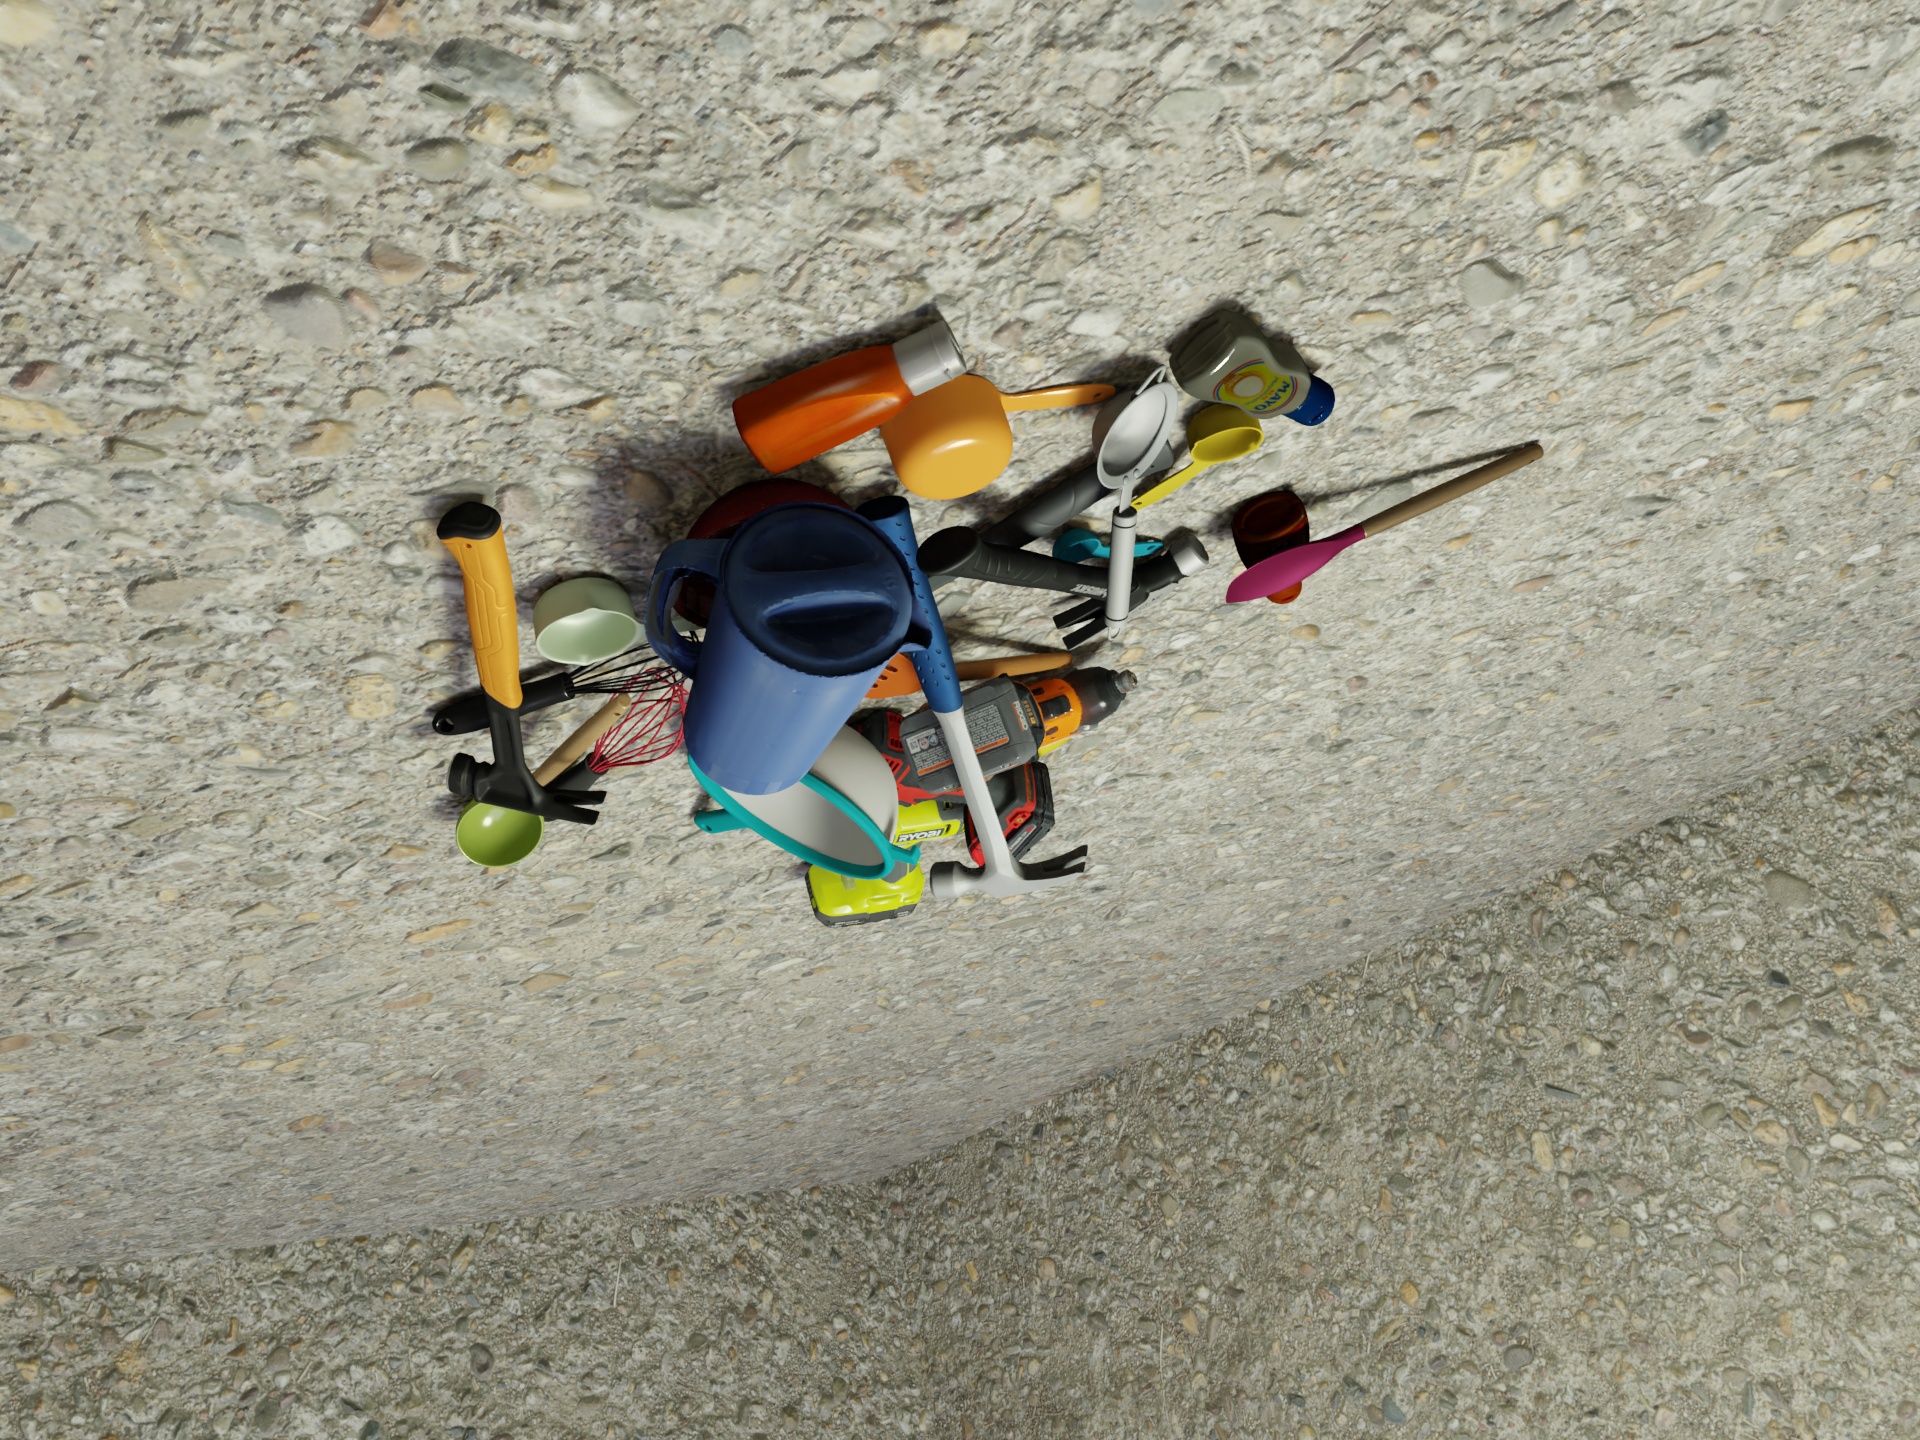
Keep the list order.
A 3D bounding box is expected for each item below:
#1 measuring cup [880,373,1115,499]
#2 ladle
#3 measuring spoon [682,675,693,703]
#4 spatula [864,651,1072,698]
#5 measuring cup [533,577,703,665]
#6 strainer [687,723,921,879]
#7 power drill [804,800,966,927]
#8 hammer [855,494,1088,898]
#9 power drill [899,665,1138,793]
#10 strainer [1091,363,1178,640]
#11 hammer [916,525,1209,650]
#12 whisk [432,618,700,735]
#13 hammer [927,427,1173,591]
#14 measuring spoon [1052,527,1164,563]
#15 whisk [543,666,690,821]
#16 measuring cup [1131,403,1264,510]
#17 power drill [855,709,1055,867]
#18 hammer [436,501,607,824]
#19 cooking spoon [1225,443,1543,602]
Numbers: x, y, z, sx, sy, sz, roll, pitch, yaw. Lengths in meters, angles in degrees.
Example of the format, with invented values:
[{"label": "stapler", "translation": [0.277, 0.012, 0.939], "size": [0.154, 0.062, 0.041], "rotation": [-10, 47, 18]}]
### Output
[{"label": "measuring cup", "translation": [0.033, -0.201, 1.114], "size": [0.173, 0.052, 0.095], "rotation": [-11, 156, -11]}, {"label": "ladle", "translation": [-0.350, 0.052, 1.353], "size": [0.078, 0.062, 0.320], "rotation": [14, 151, -31]}, {"label": "measuring spoon", "translation": [-0.226, -0.029, 1.357], "size": [0.034, 0.018, 0.124], "rotation": [-12, 157, -12]}, {"label": "spatula", "translation": [0.000, -0.051, 1.396], "size": [0.081, 0.041, 0.322], "rotation": [-37, 163, 35]}, {"label": "measuring cup", "translation": [-0.241, -0.084, 1.208], "size": [0.167, 0.038, 0.083], "rotation": [-10, 155, -21]}, {"label": "strainer", "translation": [-0.164, 0.056, 1.490], "size": [0.210, 0.095, 0.340], "rotation": [39, 157, -19]}, {"label": "power drill", "translation": [-0.094, 0.145, 1.761], "size": [0.171, 0.080, 0.223], "rotation": [-7, 151, -21]}, {"label": "hammer", "translation": [-0.002, -0.004, 1.295], "size": [0.144, 0.035, 0.405], "rotation": [-5, 129, 17]}, {"label": "power drill", "translation": [0.060, -0.003, 1.457], "size": [0.164, 0.084, 0.226], "rotation": [-22, 177, 27]}, {"label": "strainer", "translation": [0.121, -0.160, 1.191], "size": [0.087, 0.050, 0.258], "rotation": [-34, 142, -31]}, {"label": "hammer", "translation": [0.069, -0.114, 1.268], "size": [0.146, 0.035, 0.334], "rotation": [-34, 162, 28]}, {"label": "whisk", "translation": [-0.316, -0.030, 1.268], "size": [0.239, 0.055, 0.055], "rotation": [-17, 157, 10]}, {"label": "hammer", "translation": [-0.007, -0.125, 1.278], "size": [0.409, 0.036, 0.149], "rotation": [-29, 153, 24]}, {"label": "measuring spoon", "translation": [0.125, -0.150, 1.340], "size": [0.128, 0.021, 0.042], "rotation": [-8, 157, -42]}, {"label": "whisk", "translation": [-0.309, 0.030, 1.386], "size": [0.073, 0.073, 0.296], "rotation": [3, 155, -38]}, {"label": "measuring cup", "translation": [0.174, -0.205, 1.247], "size": [0.062, 0.029, 0.156], "rotation": [-1, 163, -32]}, {"label": "power drill", "translation": [-0.040, 0.085, 1.598], "size": [0.226, 0.080, 0.187], "rotation": [18, 135, -26]}, {"label": "hammer", "translation": [-0.334, -0.034, 1.177], "size": [0.127, 0.034, 0.336], "rotation": [13, 143, 1]}, {"label": "cooking spoon", "translation": [0.367, -0.173, 1.374], "size": [0.319, 0.017, 0.068], "rotation": [-24, 155, -10]}]
